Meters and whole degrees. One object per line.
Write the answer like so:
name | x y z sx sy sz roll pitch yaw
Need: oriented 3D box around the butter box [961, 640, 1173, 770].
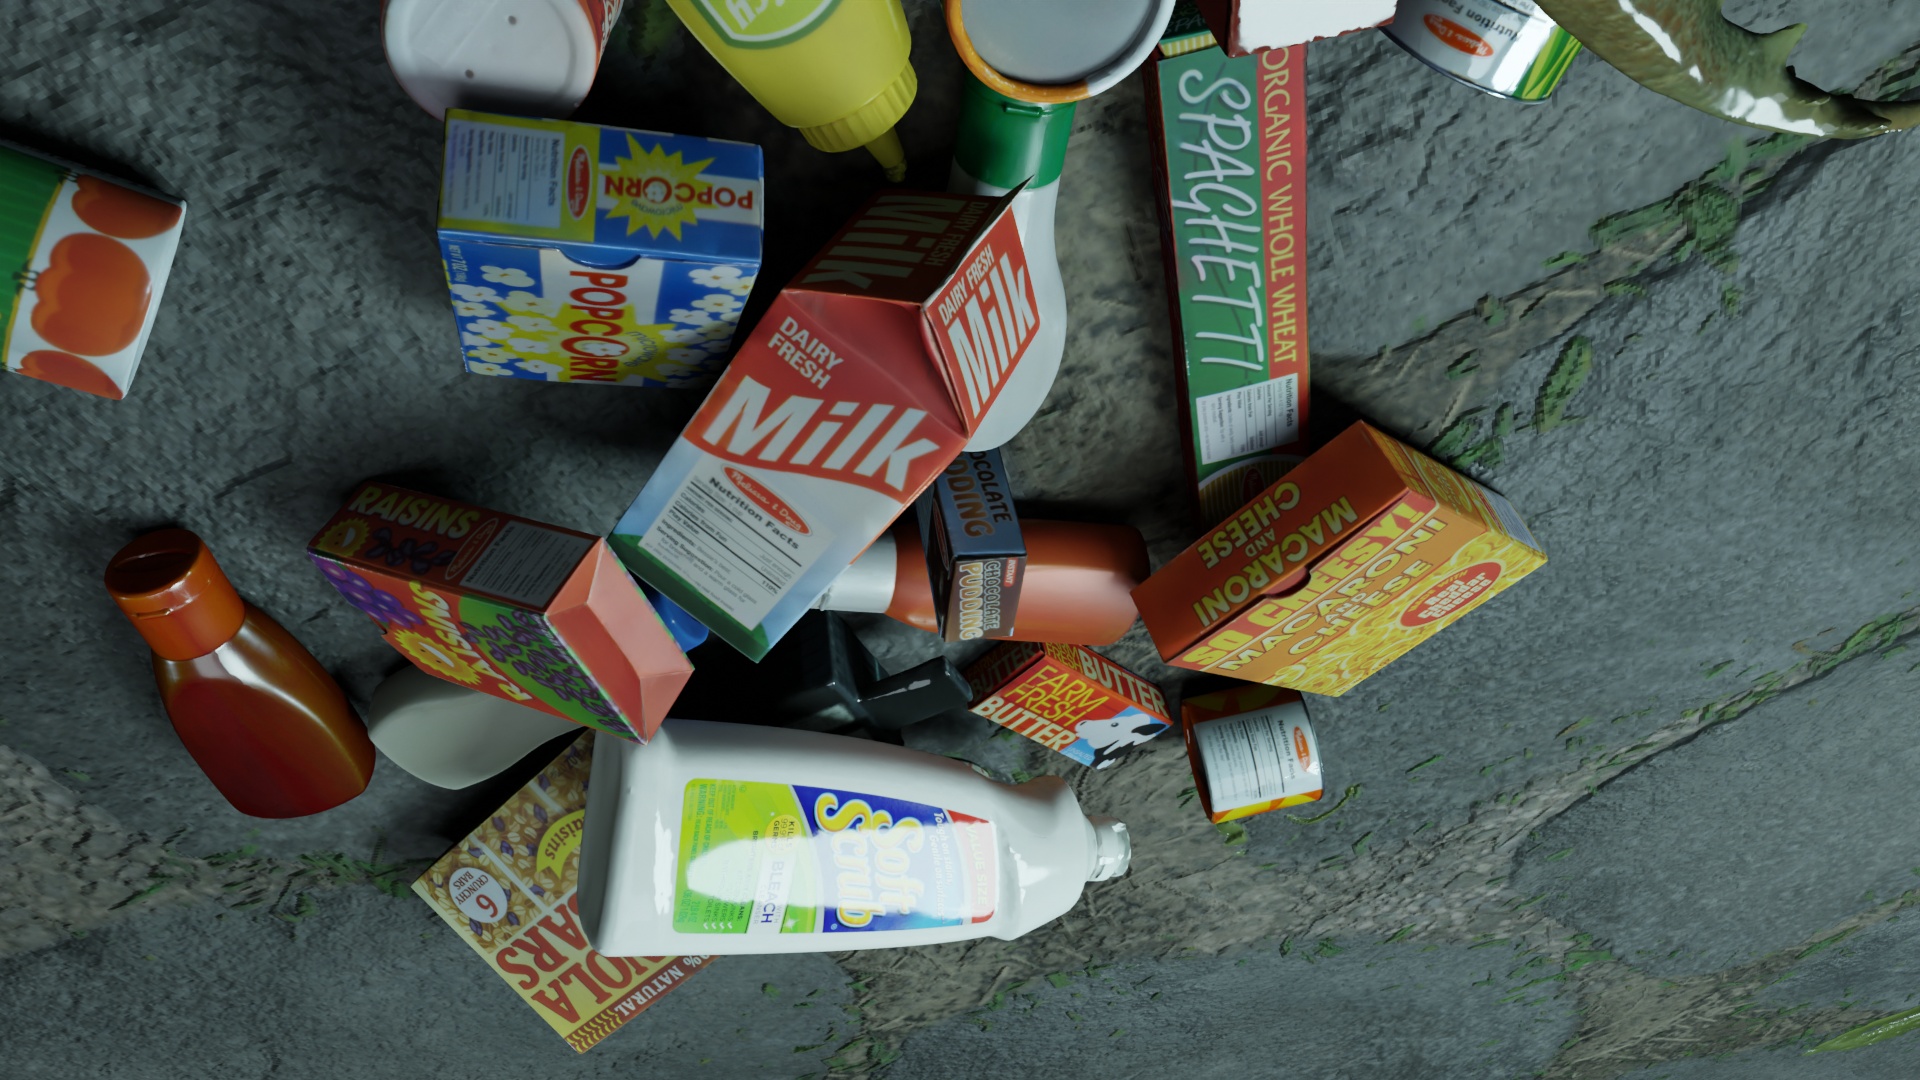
butter box | 0.054 0.080 0.695 0.053 0.024 0.103 -38 132 26

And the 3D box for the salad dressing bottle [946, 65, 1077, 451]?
salad dressing bottle | 0.011 -0.099 0.479 0.064 0.044 0.146 7 134 -5

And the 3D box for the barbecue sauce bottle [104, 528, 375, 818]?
barbecue sauce bottle | -0.299 0.058 0.574 0.065 0.044 0.147 -9 137 -4

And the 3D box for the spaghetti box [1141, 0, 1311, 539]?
spaghetti box | 0.105 -0.087 0.524 0.050 0.029 0.248 -15 138 2

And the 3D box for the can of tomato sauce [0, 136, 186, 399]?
can of tomato sauce | -0.283 -0.082 0.407 0.083 0.071 0.071 17 130 -29

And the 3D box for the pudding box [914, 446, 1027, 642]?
pudding box | 0.002 -0.007 0.545 0.030 0.084 0.049 -3 137 -10

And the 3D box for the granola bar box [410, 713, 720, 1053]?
granola bar box | -0.171 0.163 0.676 0.165 0.039 0.124 -39 97 26

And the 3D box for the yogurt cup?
yogurt cup | -0.128 -0.149 0.385 0.072 0.054 0.072 -7 136 -6

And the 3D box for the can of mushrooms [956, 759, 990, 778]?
can of mushrooms | -0.012 0.150 0.748 0.071 0.033 0.070 -7 137 -7

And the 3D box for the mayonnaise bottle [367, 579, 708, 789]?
mayonnaise bottle | -0.181 0.058 0.605 0.148 0.041 0.064 -26 136 13

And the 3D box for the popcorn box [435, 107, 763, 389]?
popcorn box | -0.111 -0.083 0.427 0.085 0.038 0.126 3 169 -15

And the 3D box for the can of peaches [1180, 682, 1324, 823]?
can of peaches | 0.149 0.108 0.719 0.058 0.071 0.071 -13 138 1

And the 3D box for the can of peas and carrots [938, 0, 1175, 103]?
can of peas and carrots | 0.021 -0.168 0.395 0.071 0.059 0.070 -7 137 -6

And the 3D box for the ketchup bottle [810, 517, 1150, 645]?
ketchup bottle | 0.003 0.016 0.600 0.149 0.044 0.064 5 143 -17

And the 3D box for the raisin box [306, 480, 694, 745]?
raisin box | -0.174 0.027 0.529 0.123 0.040 0.085 12 146 27

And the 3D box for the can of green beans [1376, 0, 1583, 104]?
can of green beans | 0.165 -0.174 0.417 0.071 0.071 0.057 8 133 -21

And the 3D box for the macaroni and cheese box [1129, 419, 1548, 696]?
macaroni and cheese box | 0.170 0.016 0.608 0.123 0.040 0.166 -40 148 26

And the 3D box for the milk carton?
milk carton | -0.040 -0.045 0.465 0.073 0.073 0.189 39 134 -8

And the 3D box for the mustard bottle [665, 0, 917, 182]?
mustard bottle | -0.050 -0.161 0.394 0.065 0.049 0.159 -23 136 14
